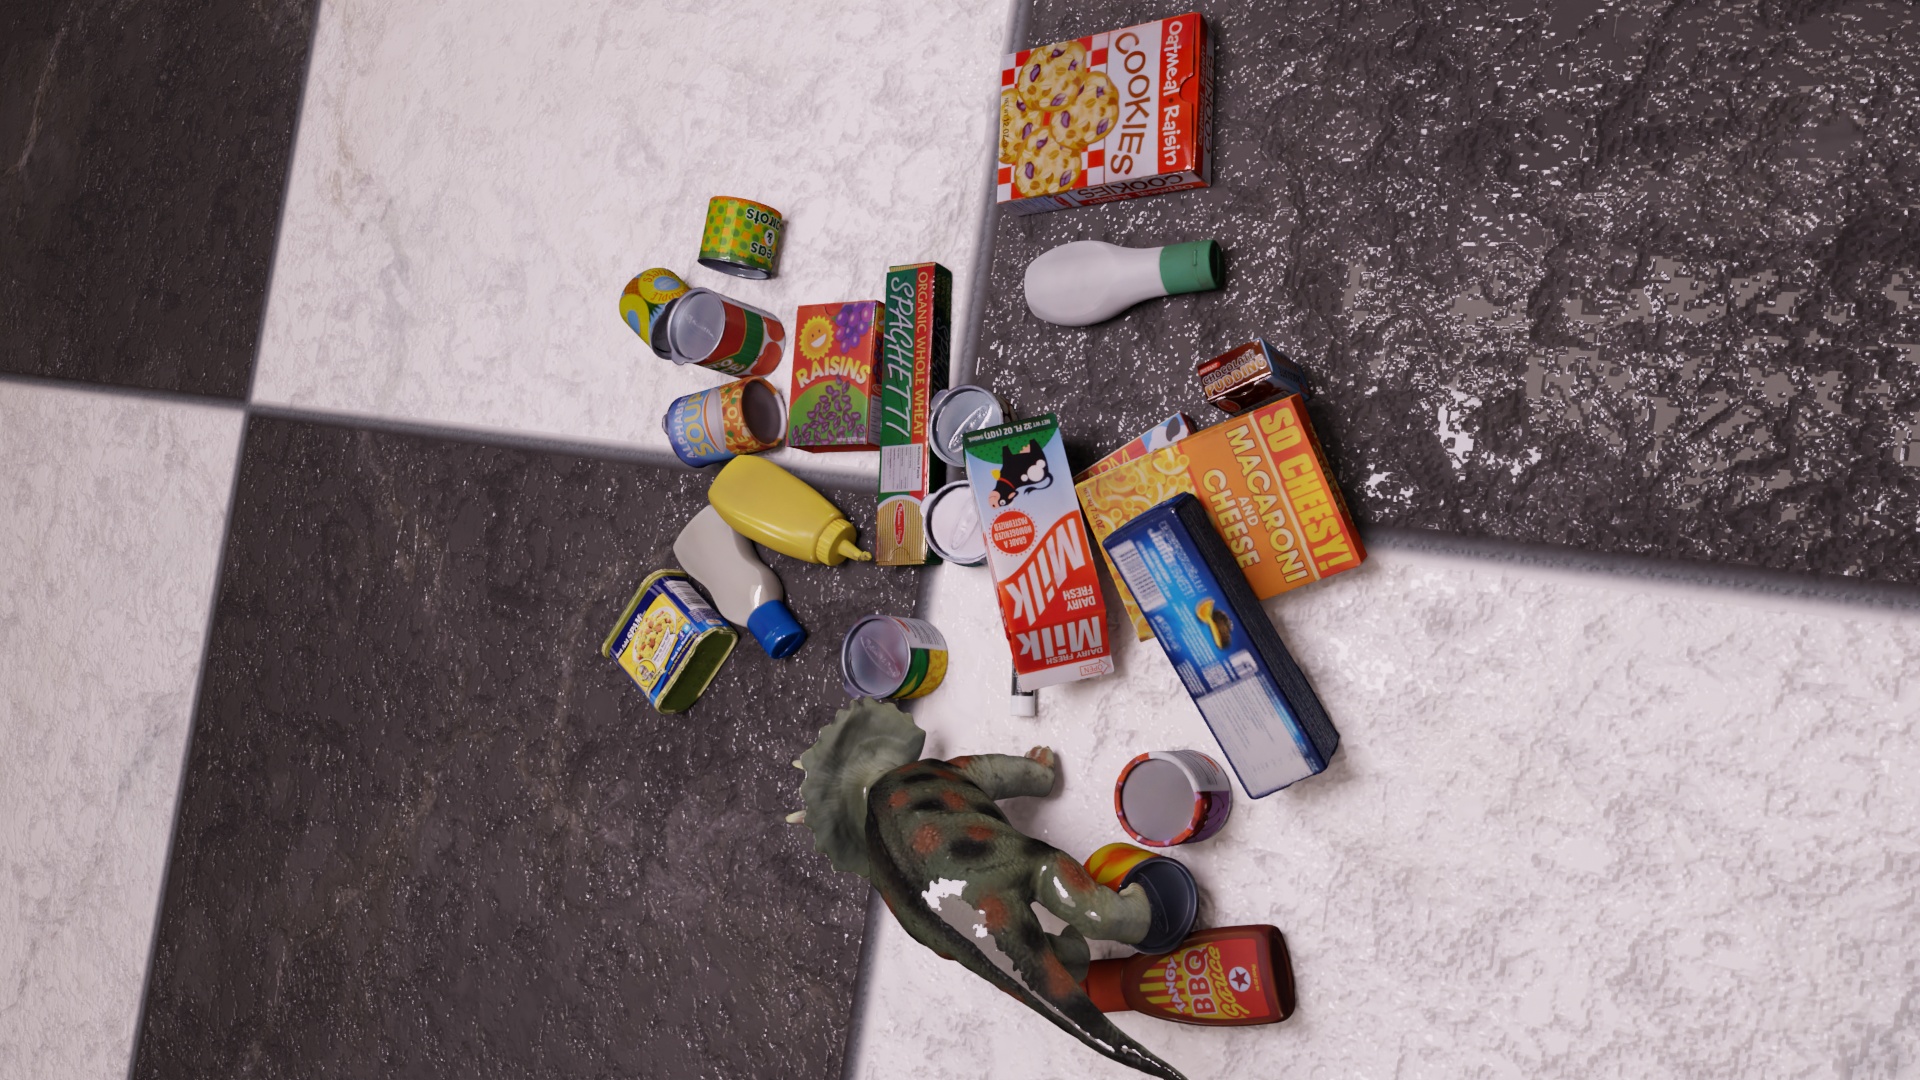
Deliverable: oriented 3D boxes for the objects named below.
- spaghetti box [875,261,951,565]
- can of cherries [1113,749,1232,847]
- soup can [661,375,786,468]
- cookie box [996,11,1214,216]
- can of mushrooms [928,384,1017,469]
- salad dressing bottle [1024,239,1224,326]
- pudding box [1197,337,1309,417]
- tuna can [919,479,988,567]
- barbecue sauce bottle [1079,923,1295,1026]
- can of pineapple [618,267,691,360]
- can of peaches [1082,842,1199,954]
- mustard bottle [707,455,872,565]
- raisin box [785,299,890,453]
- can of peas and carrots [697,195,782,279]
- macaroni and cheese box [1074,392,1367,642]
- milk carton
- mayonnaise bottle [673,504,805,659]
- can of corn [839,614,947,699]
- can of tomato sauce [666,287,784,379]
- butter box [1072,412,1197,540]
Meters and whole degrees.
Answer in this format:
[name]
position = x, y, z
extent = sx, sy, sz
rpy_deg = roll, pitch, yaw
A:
[spaghetti box]
position = -0.038, -0.103, 1.138
extent = 0.050, 0.029, 0.250
rpy_deg = -2, 83, 31
[can of cherries]
position = 0.147, 0.182, 0.969
extent = 0.071, 0.058, 0.071
rpy_deg = -5, 81, 31
[soup can]
position = -0.206, -0.104, 1.216
extent = 0.083, 0.071, 0.071
rpy_deg = -12, 78, 30
[cookie box]
position = 0.110, -0.325, 1.070
extent = 0.167, 0.040, 0.123
rpy_deg = -1, 83, 31
[can of mushrooms]
position = 0.009, -0.090, 1.102
extent = 0.071, 0.033, 0.071
rpy_deg = -3, 82, 27
[salad dressing bottle]
position = 0.122, -0.198, 1.044
extent = 0.147, 0.044, 0.064
rpy_deg = -3, 81, 30
[pudding box]
position = 0.203, -0.109, 0.958
extent = 0.049, 0.084, 0.030
rpy_deg = -23, 72, 28
[tuna can]
position = 0.004, -0.014, 1.087
extent = 0.071, 0.033, 0.071
rpy_deg = -2, 82, 13
[barbecue sauce bottle]
position = 0.152, 0.303, 0.959
extent = 0.148, 0.044, 0.065
rpy_deg = -15, 77, 30
[can of pineapple]
position = -0.270, -0.209, 1.271
extent = 0.058, 0.071, 0.071
rpy_deg = 43, 106, 28
[can of peaches]
position = 0.120, 0.247, 0.960
extent = 0.058, 0.071, 0.071
rpy_deg = 177, 100, -67
[mustard bottle]
position = -0.138, -0.016, 1.171
extent = 0.160, 0.048, 0.065
rpy_deg = 29, 70, 25
[raisin box]
position = -0.100, -0.138, 1.175
extent = 0.086, 0.040, 0.123
rpy_deg = 1, 83, 32
[can of peas and carrots]
position = -0.194, -0.268, 1.234
extent = 0.071, 0.071, 0.058
rpy_deg = 10, 89, 32
[macaroni and cheese box]
position = 0.180, -0.015, 0.968
extent = 0.166, 0.040, 0.123
rpy_deg = -23, 91, 27
[milk carton]
position = 0.057, 0.011, 1.020
extent = 0.072, 0.073, 0.190
rpy_deg = -13, 81, -2
[mayonnaise bottle]
position = -0.189, 0.039, 1.205
extent = 0.064, 0.041, 0.148
rpy_deg = -47, 64, 14
[can of corn]
position = -0.054, 0.095, 1.104
extent = 0.071, 0.058, 0.071
rpy_deg = -4, 82, 31
[can of tomato sauce]
position = -0.205, -0.178, 1.218
extent = 0.071, 0.083, 0.071
rpy_deg = -4, 82, 31
[butter box]
position = 0.134, -0.046, 1.028
extent = 0.103, 0.024, 0.053
rpy_deg = -32, 68, 24
